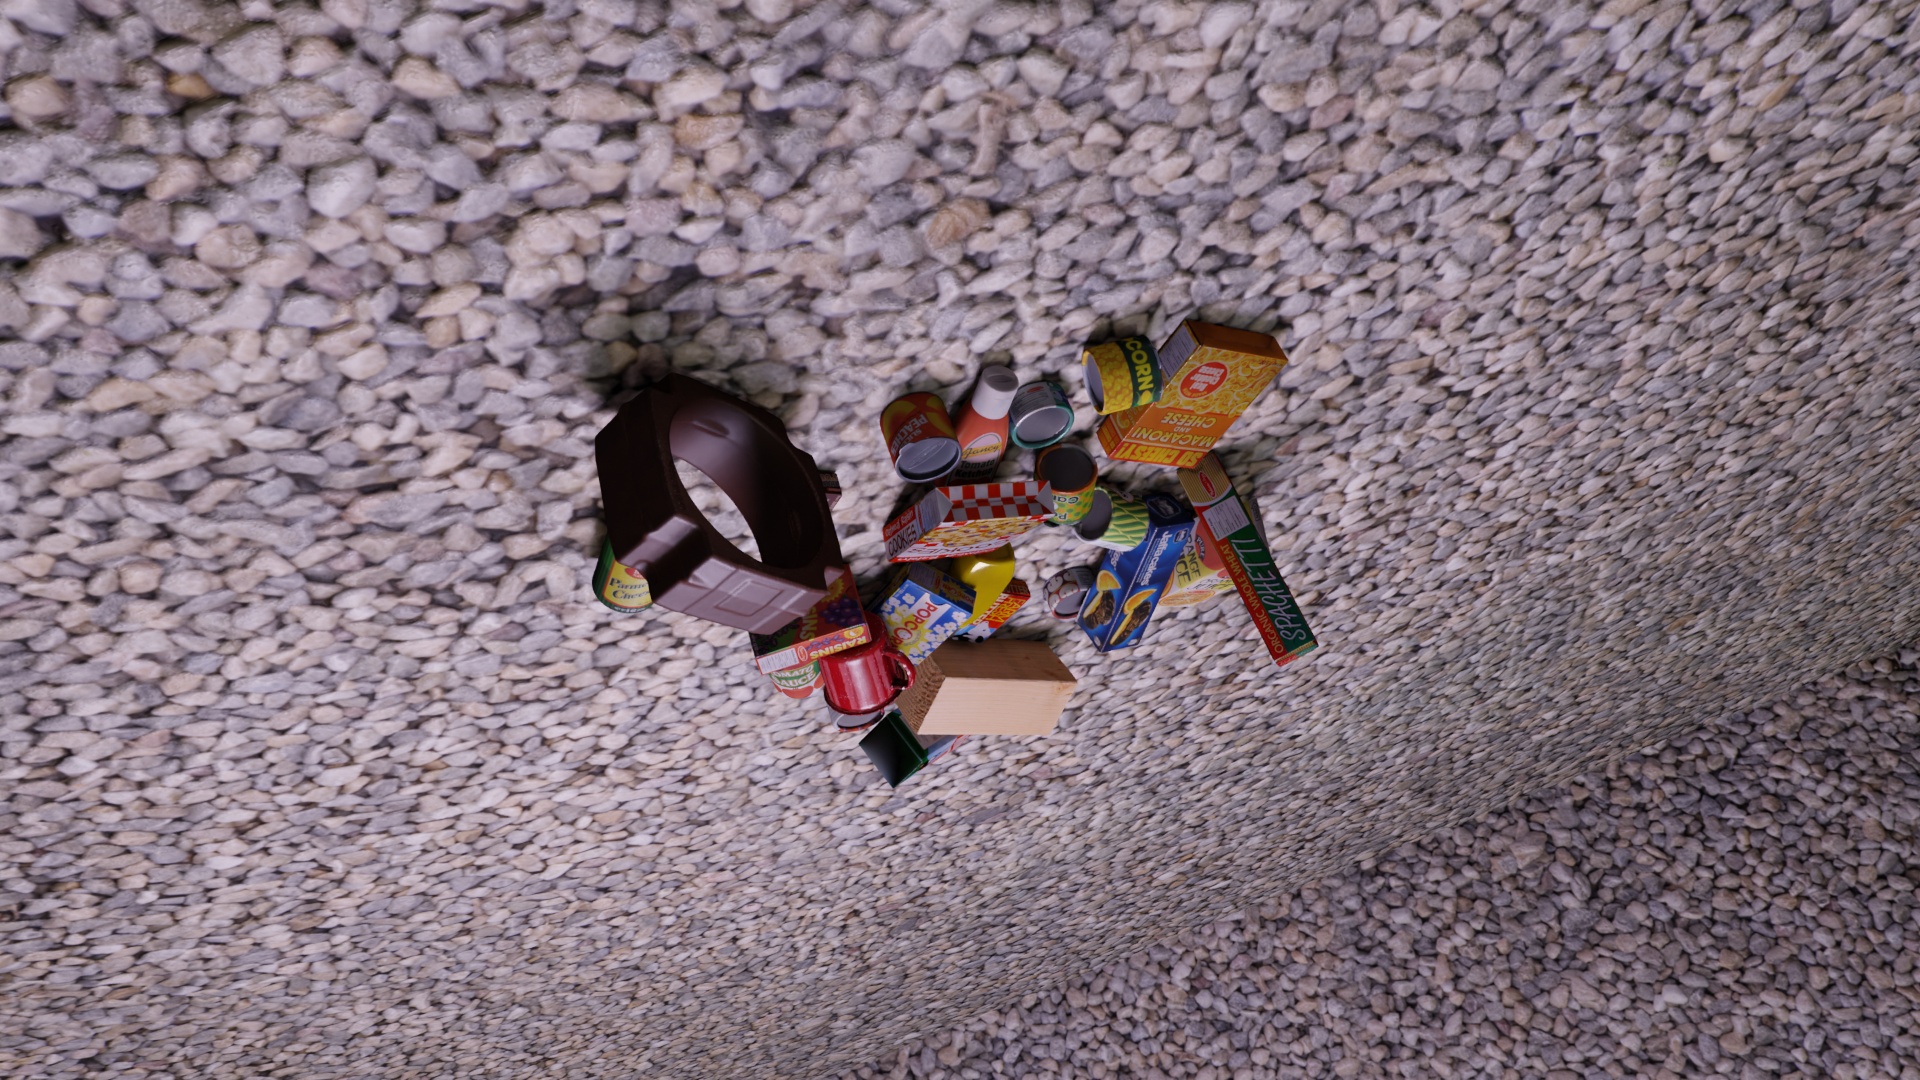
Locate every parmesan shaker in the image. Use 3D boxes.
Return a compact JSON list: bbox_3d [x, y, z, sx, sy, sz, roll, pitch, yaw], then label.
[{"bbox_3d":[-0.304,0.015,1.316,0.071,0.071,0.102,-1,143,-28],"label":"parmesan shaker"}]

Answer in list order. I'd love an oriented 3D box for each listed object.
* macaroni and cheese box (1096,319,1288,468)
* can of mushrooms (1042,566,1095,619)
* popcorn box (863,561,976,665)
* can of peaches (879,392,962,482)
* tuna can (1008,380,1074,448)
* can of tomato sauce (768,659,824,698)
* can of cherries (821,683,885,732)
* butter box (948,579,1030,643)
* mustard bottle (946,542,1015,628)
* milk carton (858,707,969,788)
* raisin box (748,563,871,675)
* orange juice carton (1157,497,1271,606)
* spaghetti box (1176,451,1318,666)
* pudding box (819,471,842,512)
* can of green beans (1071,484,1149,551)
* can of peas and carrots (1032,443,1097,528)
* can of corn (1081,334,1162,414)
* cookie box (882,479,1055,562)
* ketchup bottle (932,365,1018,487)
[{"bbox_3d":[0.234,-0.146,1.412,0.124,0.040,0.165,4,140,-34],"label":"macaroni and cheese box"},{"bbox_3d":[0.134,0.065,1.676,0.071,0.033,0.070,-16,148,-10],"label":"can of mushrooms"},{"bbox_3d":[-0.051,0.081,1.544,0.085,0.038,0.126,30,135,-15],"label":"popcorn box"},{"bbox_3d":[-0.039,-0.098,1.309,0.071,0.058,0.071,-14,147,-9],"label":"can of peaches"},{"bbox_3d":[0.077,-0.122,1.364,0.071,0.033,0.070,-15,147,-10],"label":"tuna can"},{"bbox_3d":[-0.188,0.133,1.556,0.071,0.071,0.082,-18,148,-5],"label":"can of tomato sauce"},{"bbox_3d":[-0.128,0.192,1.690,0.071,0.058,0.071,-14,147,-9],"label":"can of cherries"},{"bbox_3d":[0.032,0.084,1.653,0.053,0.024,0.103,12,135,-40],"label":"butter box"},{"bbox_3d":[0.009,0.056,1.576,0.065,0.049,0.159,4,141,-23],"label":"mustard bottle"},{"bbox_3d":[-0.032,0.233,1.758,0.191,0.073,0.072,-24,161,-51],"label":"milk carton"},{"bbox_3d":[-0.166,0.083,1.478,0.123,0.086,0.040,-17,143,-7],"label":"raisin box"},{"bbox_3d":[0.288,0.017,1.605,0.073,0.072,0.192,1,160,-30],"label":"orange juice carton"},{"bbox_3d":[0.309,0.019,1.504,0.050,0.251,0.028,-30,153,13],"label":"spaghetti box"},{"bbox_3d":[-0.157,-0.032,1.365,0.050,0.030,0.083,5,139,-34],"label":"pudding box"},{"bbox_3d":[0.164,-0.025,1.528,0.058,0.071,0.071,13,135,-41],"label":"can of green beans"},{"bbox_3d":[0.107,-0.057,1.443,0.071,0.071,0.058,-14,146,-11],"label":"can of peas and carrots"},{"bbox_3d":[0.154,-0.158,1.321,0.058,0.071,0.070,-15,147,-9],"label":"can of corn"},{"bbox_3d":[0.005,-0.018,1.414,0.123,0.040,0.167,-5,168,-23],"label":"cookie box"},{"bbox_3d":[0.018,-0.106,1.343,0.065,0.044,0.148,-5,144,-23],"label":"ketchup bottle"}]
